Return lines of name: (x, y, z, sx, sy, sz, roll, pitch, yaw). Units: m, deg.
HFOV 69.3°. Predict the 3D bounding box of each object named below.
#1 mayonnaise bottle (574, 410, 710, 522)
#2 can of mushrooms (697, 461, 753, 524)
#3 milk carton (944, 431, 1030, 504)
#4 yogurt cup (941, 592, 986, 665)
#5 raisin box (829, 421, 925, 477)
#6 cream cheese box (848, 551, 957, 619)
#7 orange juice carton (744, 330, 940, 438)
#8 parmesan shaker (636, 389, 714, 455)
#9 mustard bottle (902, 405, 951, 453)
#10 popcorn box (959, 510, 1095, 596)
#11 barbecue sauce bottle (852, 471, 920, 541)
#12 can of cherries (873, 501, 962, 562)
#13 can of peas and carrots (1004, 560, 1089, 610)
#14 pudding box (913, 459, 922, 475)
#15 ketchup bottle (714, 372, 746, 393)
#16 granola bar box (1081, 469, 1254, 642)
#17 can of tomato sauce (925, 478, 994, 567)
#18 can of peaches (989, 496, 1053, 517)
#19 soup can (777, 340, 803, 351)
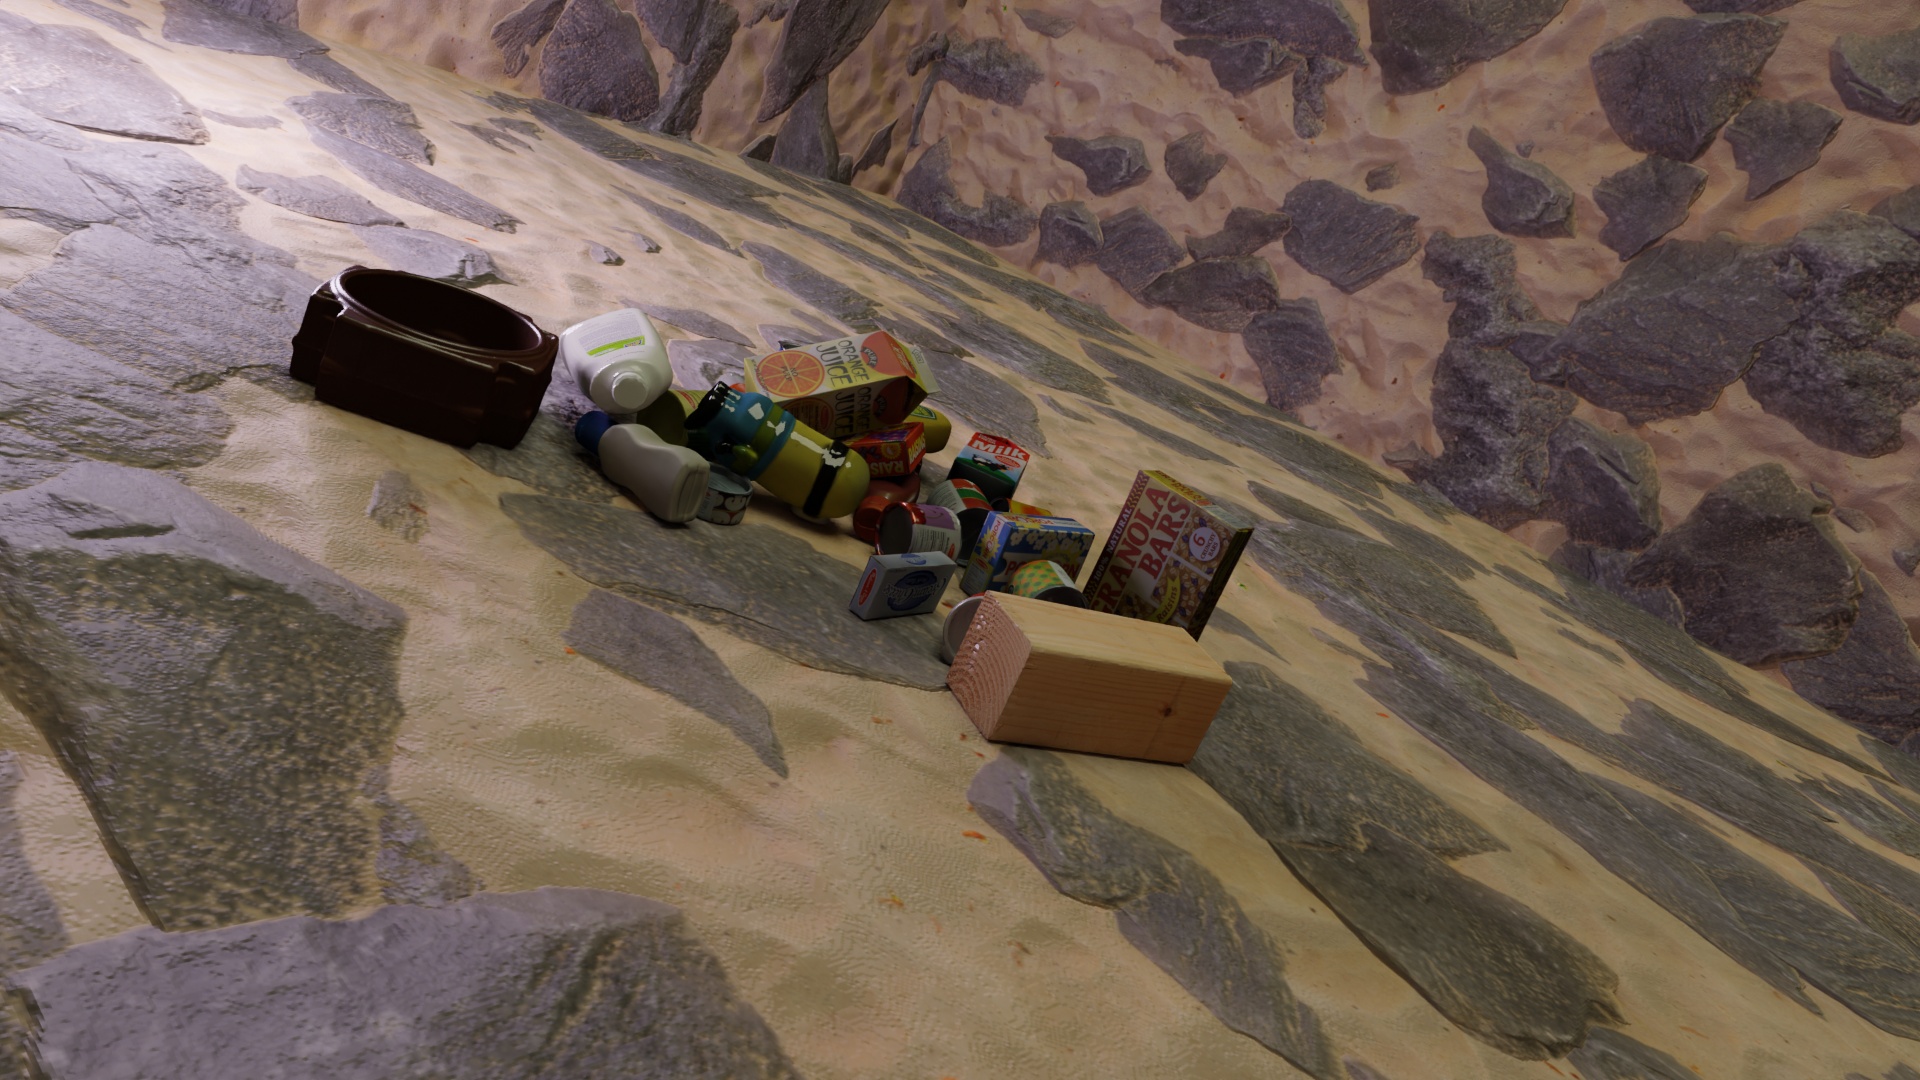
mayonnaise bottle: (-0.286, -0.072, 1.237, 0.148, 0.064, 0.041, 31, 20, 32)
can of mushrooms: (-0.224, -0.044, 1.274, 0.071, 0.033, 0.071, 21, 18, -7)
milk carton: (0.029, -0.070, 1.594, 0.073, 0.072, 0.191, 24, 18, 2)
yogurt cup: (0.021, 0.076, 1.191, 0.072, 0.072, 0.054, 24, 10, 0)
raisin box: (-0.105, -0.094, 1.458, 0.123, 0.040, 0.086, -3, 17, 12)
cream cheese box: (-0.050, 0.039, 1.222, 0.024, 0.053, 0.104, 36, 22, 29)
orange juice carton: (-0.121, -0.159, 1.438, 0.193, 0.072, 0.072, -14, 53, -18)
parmesan shaker: (-0.260, -0.114, 1.379, 0.071, 0.071, 0.103, 32, 19, 25)
mustard bottle: (-0.083, -0.132, 1.570, 0.160, 0.048, 0.065, 3, 24, -46)
popcorn box: (0.067, 0.019, 1.370, 0.127, 0.085, 0.038, 4, 25, -45)
barbecue sauce bottle: (-0.080, -0.040, 1.421, 0.065, 0.043, 0.149, 12, 19, 2)
can of cherries: (-0.043, -0.003, 1.332, 0.058, 0.071, 0.072, 7, 24, -39)
can of peas and carrots: (0.078, 0.061, 1.304, 0.071, 0.070, 0.059, 16, 19, -23)
pudding box: (-0.071, -0.095, 1.610, 0.050, 0.030, 0.084, 20, 18, -8)
ketchup bottle: (-0.235, -0.143, 1.521, 0.065, 0.043, 0.149, 5, 24, -27)
granola bar box: (0.198, 0.030, 1.371, 0.124, 0.165, 0.039, 36, 22, 33)
can of tomato sauce: (0.005, -0.018, 1.432, 0.071, 0.071, 0.083, 17, 18, -21)
can of peaches: (0.060, -0.006, 1.467, 0.058, 0.071, 0.071, 15, 20, -25)
soup can: (-0.194, -0.180, 1.613, 0.071, 0.083, 0.071, 21, 18, -7)
